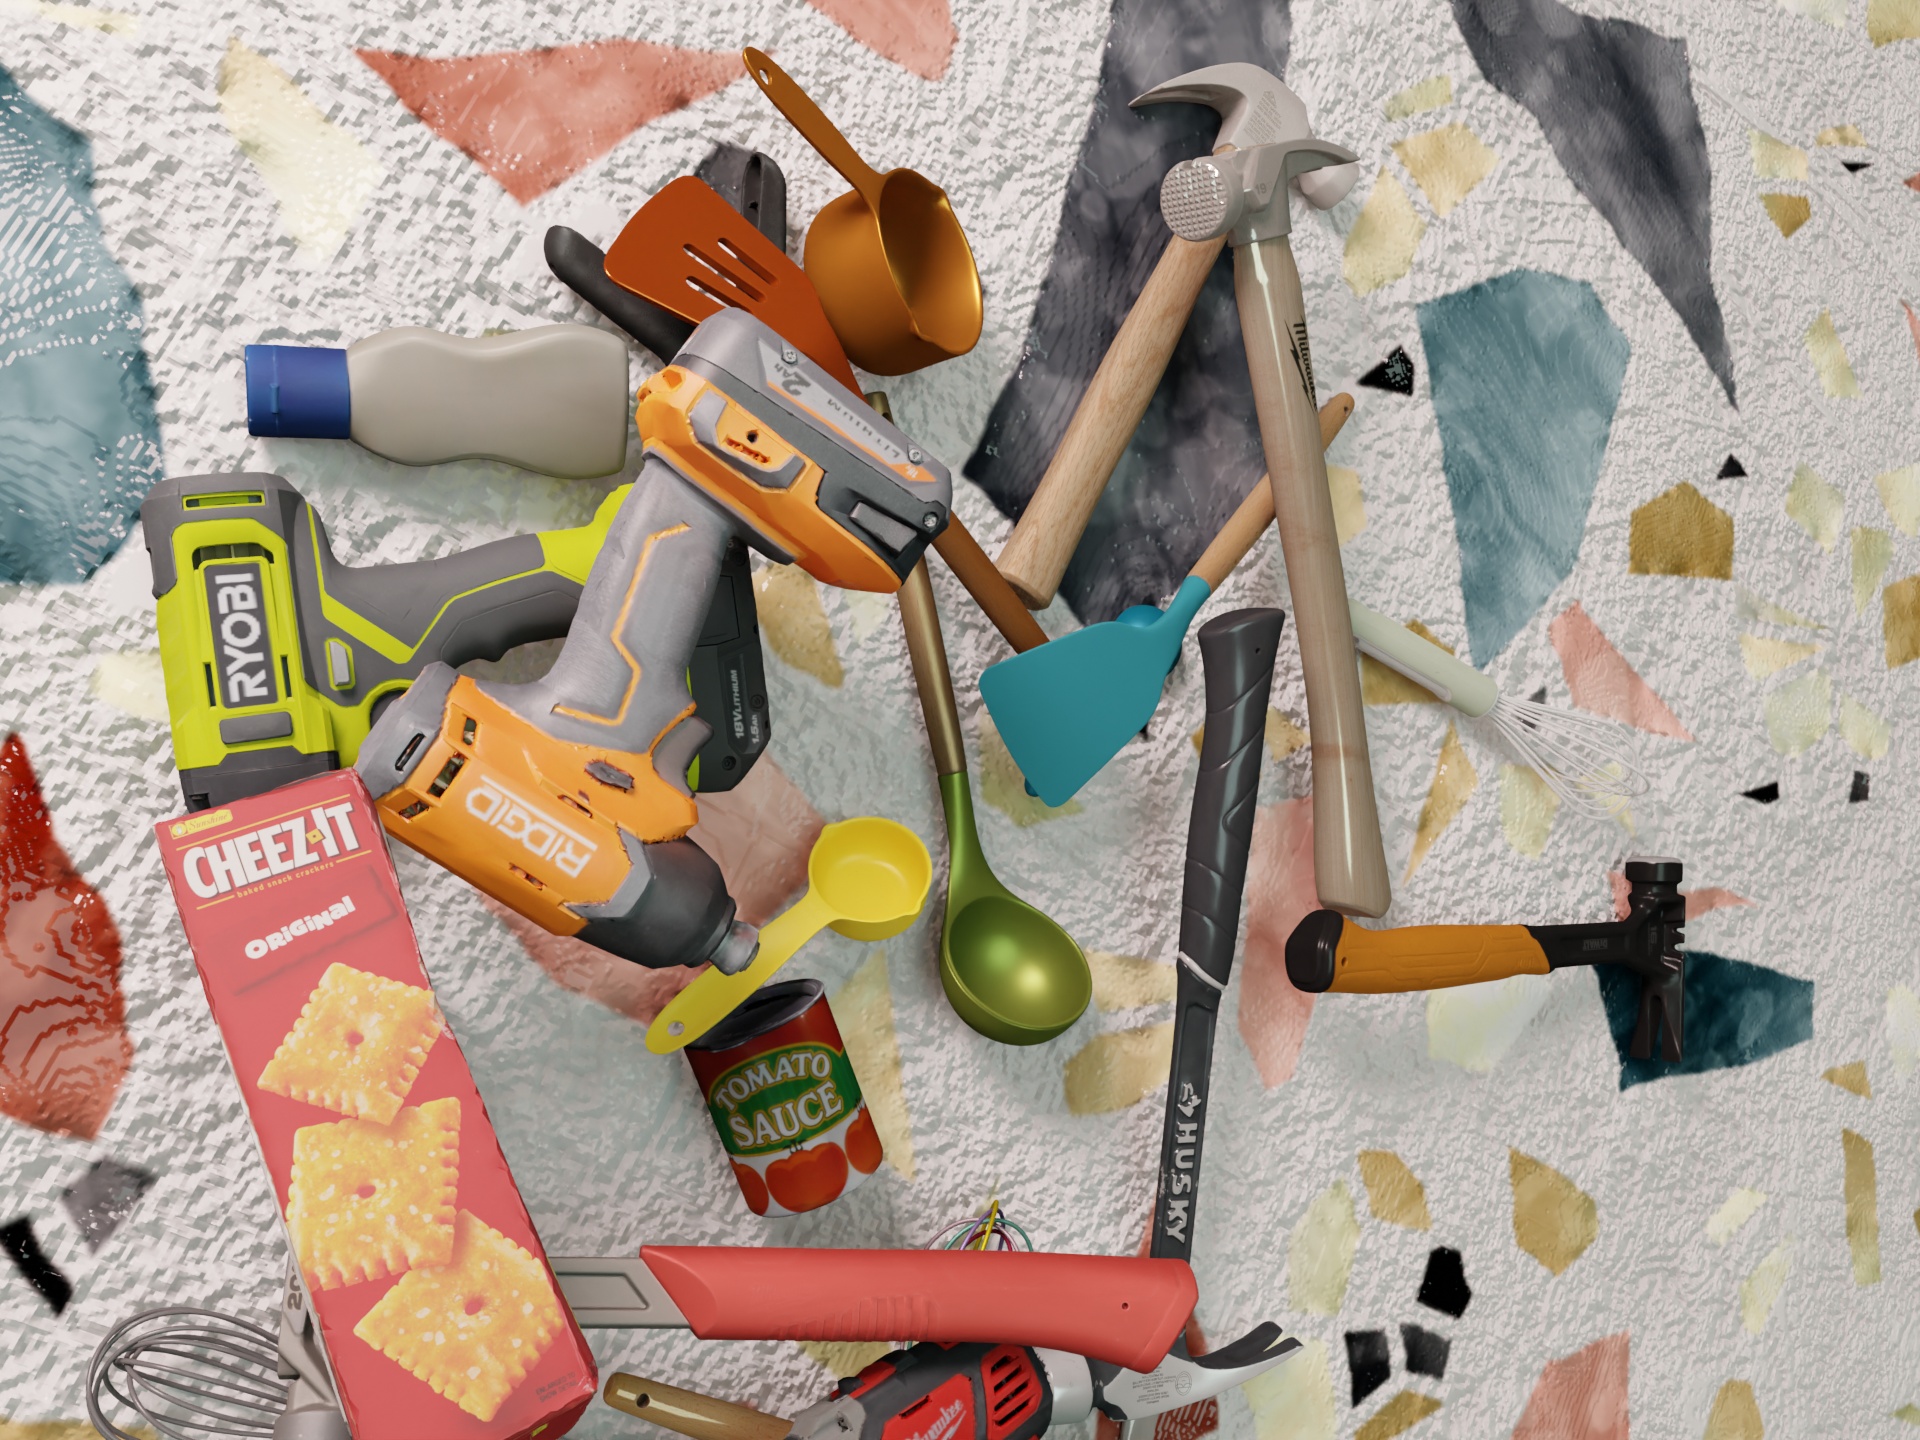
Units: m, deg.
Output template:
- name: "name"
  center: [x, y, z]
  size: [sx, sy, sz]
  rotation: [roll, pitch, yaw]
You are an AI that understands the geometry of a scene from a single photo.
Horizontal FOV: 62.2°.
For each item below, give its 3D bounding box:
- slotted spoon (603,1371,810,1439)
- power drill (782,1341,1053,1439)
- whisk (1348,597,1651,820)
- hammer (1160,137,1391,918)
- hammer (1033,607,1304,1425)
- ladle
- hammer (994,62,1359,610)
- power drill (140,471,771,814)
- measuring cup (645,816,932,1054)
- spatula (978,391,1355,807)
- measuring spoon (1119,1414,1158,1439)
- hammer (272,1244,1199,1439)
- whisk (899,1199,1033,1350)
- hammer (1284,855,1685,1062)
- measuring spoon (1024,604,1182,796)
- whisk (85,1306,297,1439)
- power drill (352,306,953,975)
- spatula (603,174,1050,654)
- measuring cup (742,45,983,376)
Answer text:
- name: "slotted spoon"
  center: [-0.015, 0.341, 0.710]
  size: [0.313, 0.031, 0.070]
  rotation: [28, 70, -21]
- name: "power drill"
  center: [-0.013, 0.381, 0.641]
  size: [0.188, 0.080, 0.227]
  rotation: [-21, 83, -33]
- name: "whisk"
  center: [0.311, -0.008, 0.930]
  size: [0.246, 0.058, 0.059]
  rotation: [27, 84, -20]
- name: "hammer"
  center: [0.190, -0.091, 0.838]
  size: [0.146, 0.038, 0.410]
  rotation: [-29, 113, -45]
- name: "hammer"
  center: [0.123, 0.146, 0.795]
  size: [0.149, 0.036, 0.409]
  rotation: [5, 93, -24]
- name: "ladle"
  center: [-0.001, -0.002, 0.759]
  size: [0.078, 0.062, 0.320]
  rotation: [-13, 91, -42]
- name: "hammer"
  center: [0.099, -0.206, 0.833]
  size: [0.130, 0.031, 0.331]
  rotation: [34, 73, -23]
- name: "power drill"
  center: [-0.198, -0.017, 0.646]
  size: [0.223, 0.080, 0.171]
  rotation: [-8, 92, -24]
- name: "measuring cup"
  center: [-0.077, 0.102, 0.715]
  size: [0.156, 0.029, 0.062]
  rotation: [-38, 65, -26]
- name: "spatula"
  center: [0.126, -0.085, 0.825]
  size: [0.317, 0.044, 0.082]
  rotation: [-48, 119, -34]
- name: "measuring spoon"
  center: [0.092, 0.377, 0.812]
  size: [0.034, 0.018, 0.124]
  rotation: [16, 79, -26]
- name: "hammer"
  center: [-0.079, 0.221, 0.642]
  size: [0.359, 0.036, 0.149]
  rotation: [5, 62, -13]
- name: "whisk"
  center: [-0.025, 0.343, 0.743]
  size: [0.051, 0.047, 0.245]
  rotation: [26, 81, -25]
- name: "hammer"
  center: [0.309, 0.139, 0.904]
  size: [0.336, 0.034, 0.127]
  rotation: [4, 86, -36]
- name: "measuring spoon"
  center: [0.076, -0.009, 0.817]
  size: [0.042, 0.021, 0.129]
  rotation: [47, 67, -18]
- name: "whisk"
  center: [-0.226, 0.287, 0.633]
  size: [0.238, 0.055, 0.055]
  rotation: [30, 75, -28]
- name: "power drill"
  center: [-0.100, -0.021, 0.604]
  size: [0.164, 0.084, 0.226]
  rotation: [36, 81, -17]
- name: "spatula"
  center: [-0.031, -0.107, 0.730]
  size: [0.322, 0.041, 0.081]
  rotation: [51, 46, -29]
- name: "measuring cup"
  center: [-0.056, -0.224, 0.708]
  size: [0.173, 0.052, 0.095]
  rotation: [40, 46, -43]
